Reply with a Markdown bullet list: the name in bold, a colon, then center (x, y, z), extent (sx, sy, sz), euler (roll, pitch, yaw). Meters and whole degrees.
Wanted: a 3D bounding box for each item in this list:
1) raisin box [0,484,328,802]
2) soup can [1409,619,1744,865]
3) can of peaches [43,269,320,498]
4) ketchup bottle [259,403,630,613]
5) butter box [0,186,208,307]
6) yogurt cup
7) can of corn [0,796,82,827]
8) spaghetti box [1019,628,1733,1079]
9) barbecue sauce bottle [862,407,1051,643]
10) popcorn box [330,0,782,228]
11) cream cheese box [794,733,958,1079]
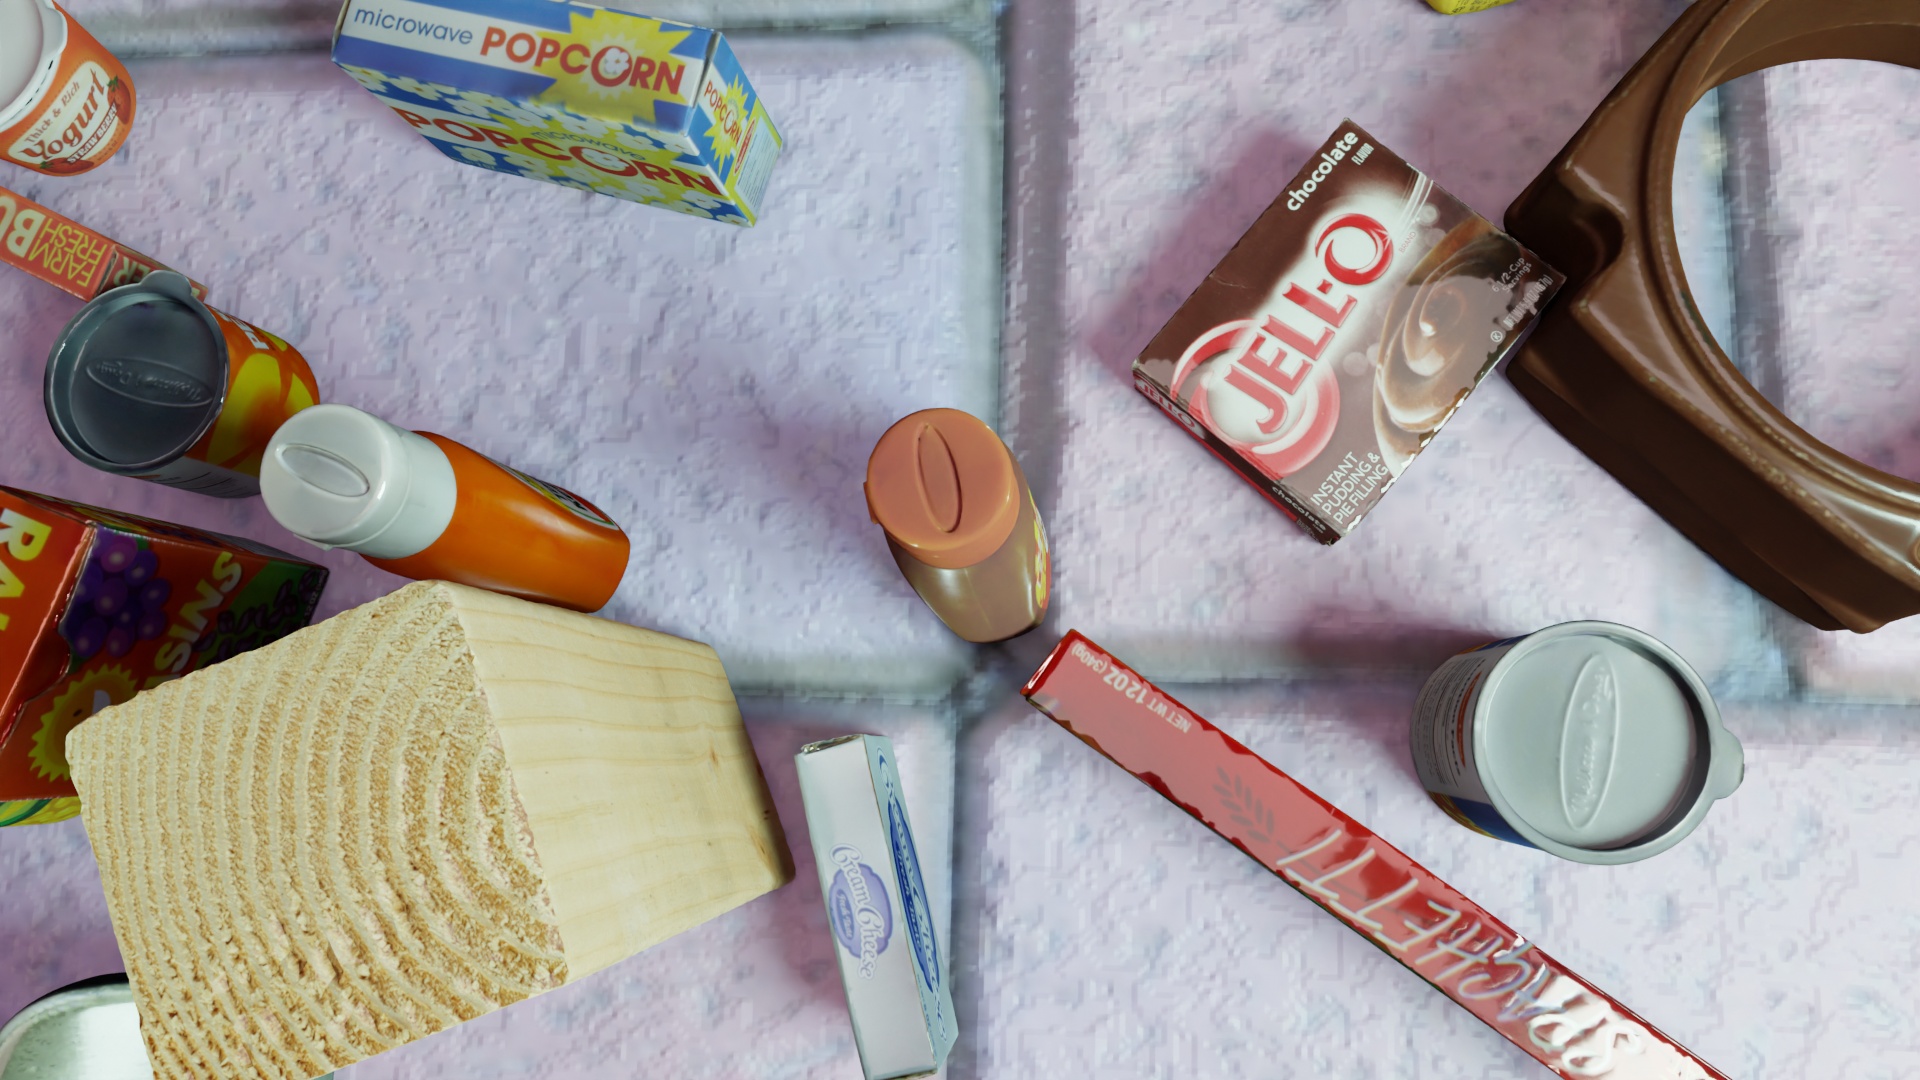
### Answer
- **raisin box**: center (-0.267, 0.036, 0.446), extent (0.040, 0.123, 0.086), euler (21, 85, 8)
- **soup can**: center (0.179, 0.061, 0.416), extent (0.071, 0.083, 0.071), euler (-1, 82, 6)
- **can of peaches**: center (-0.272, -0.053, 0.493), extent (0.071, 0.058, 0.071), euler (-1, 82, 6)
- **ketchup bottle**: center (-0.155, -0.007, 0.428), extent (0.065, 0.148, 0.043), euler (23, 85, 9)
- **butter box**: center (-0.337, -0.109, 0.510), extent (0.103, 0.053, 0.024), euler (25, 85, 9)
- **yogurt cup**: center (-0.352, -0.172, 0.521), extent (0.072, 0.054, 0.072), euler (-1, 82, 6)
- **can of corn**: center (-0.333, 0.066, 0.481), extent (0.071, 0.058, 0.071), euler (-1, 82, 6)
- **spaghetti box**: center (0.129, 0.109, 0.431), extent (0.250, 0.050, 0.029), euler (34, 87, 10)
- **barbecue sauce bottle**: center (0.001, -0.005, 0.411), extent (0.044, 0.148, 0.065), euler (-13, 81, 4)
- **popcorn box**: center (-0.135, -0.152, 0.480), extent (0.127, 0.085, 0.038), euler (14, 84, 8)
- **cream cheese box**: center (-0.026, 0.114, 0.445), extent (0.024, 0.053, 0.104), euler (-14, 80, 4)
